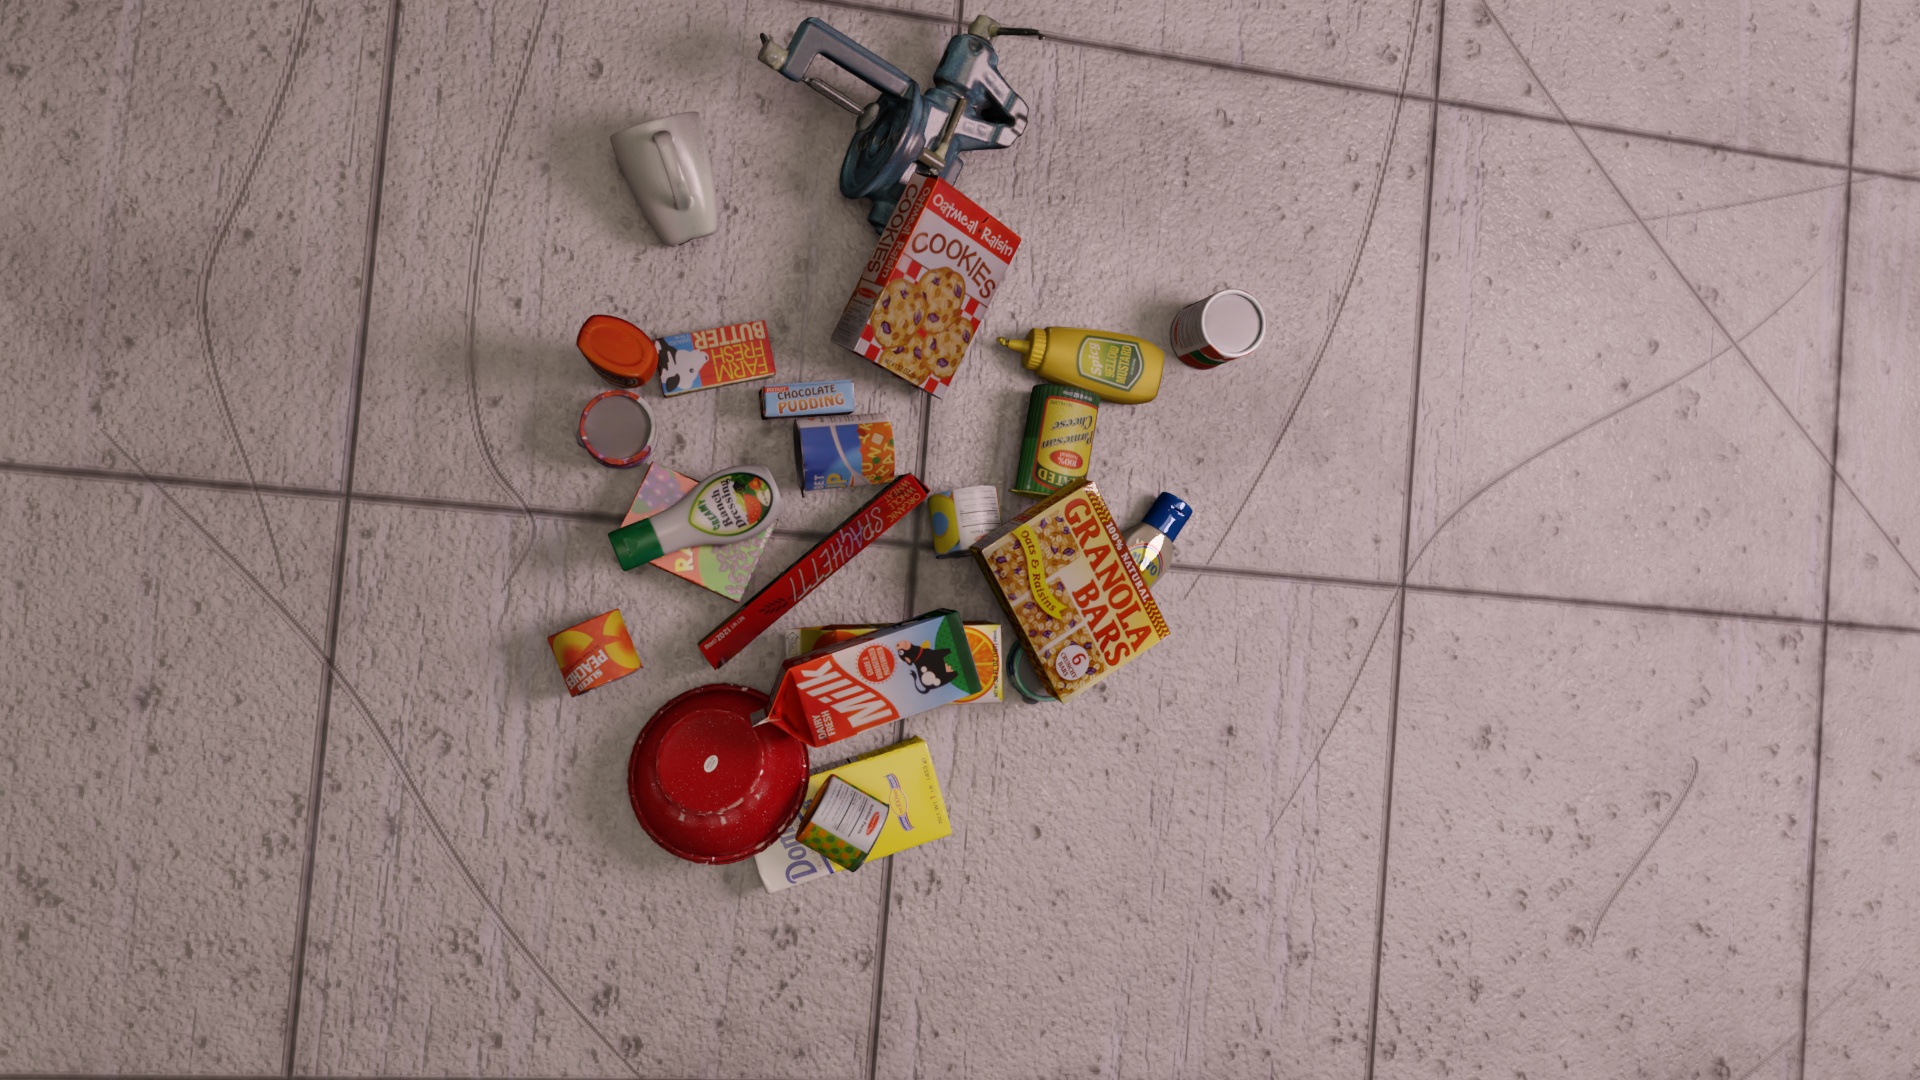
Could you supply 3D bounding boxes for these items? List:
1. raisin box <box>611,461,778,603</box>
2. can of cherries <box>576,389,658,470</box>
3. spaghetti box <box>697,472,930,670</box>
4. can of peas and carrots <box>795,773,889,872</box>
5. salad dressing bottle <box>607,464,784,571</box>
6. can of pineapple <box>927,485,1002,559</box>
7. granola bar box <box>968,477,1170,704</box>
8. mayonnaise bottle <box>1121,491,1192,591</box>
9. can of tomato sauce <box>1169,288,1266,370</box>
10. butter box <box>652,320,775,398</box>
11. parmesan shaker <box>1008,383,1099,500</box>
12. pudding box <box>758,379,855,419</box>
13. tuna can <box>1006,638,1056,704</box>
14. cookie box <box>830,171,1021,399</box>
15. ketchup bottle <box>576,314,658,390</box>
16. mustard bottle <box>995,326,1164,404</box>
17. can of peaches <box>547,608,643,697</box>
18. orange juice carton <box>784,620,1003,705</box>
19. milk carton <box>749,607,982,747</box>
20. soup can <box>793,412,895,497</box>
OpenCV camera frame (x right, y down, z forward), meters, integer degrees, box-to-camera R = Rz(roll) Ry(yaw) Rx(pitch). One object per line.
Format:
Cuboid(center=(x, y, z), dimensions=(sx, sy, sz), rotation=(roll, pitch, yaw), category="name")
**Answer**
Cuboid(center=(-0.237, -0.007, 1.242), dimensions=(0.123, 0.040, 0.086), rotation=(25, 84, -11), category="raisin box")
Cuboid(center=(-0.302, -0.096, 1.221), dimensions=(0.071, 0.058, 0.071), rotation=(0, 89, -12), category="can of cherries")
Cuboid(center=(-0.133, 0.025, 1.257), dimensions=(0.250, 0.050, 0.028), rotation=(-40, 98, -10), category="spaghetti box")
Cuboid(center=(-0.103, 0.245, 1.204), dimensions=(0.059, 0.071, 0.071), rotation=(31, 83, -7), category="can of peas and carrots")
Cuboid(center=(-0.228, -0.017, 1.201), dimensions=(0.148, 0.044, 0.064), rotation=(-23, 92, -12), category="salad dressing bottle")
Cuboid(center=(0.005, -0.016, 1.278), dimensions=(0.071, 0.071, 0.058), rotation=(-8, 84, -12), category="can of pineapple")
Cuboid(center=(0.100, 0.045, 1.255), dimensions=(0.124, 0.039, 0.165), rotation=(-32, 106, -13), category="granola bar box")
Cuboid(center=(0.167, 0.023, 1.323), dimensions=(0.065, 0.041, 0.148), rotation=(36, 83, -13), category="mayonnaise bottle")
Cuboid(center=(0.247, -0.201, 1.325), dimensions=(0.071, 0.083, 0.071), rotation=(0, 89, -11), category="can of tomato sauce")
Cuboid(center=(-0.223, -0.165, 1.257), dimensions=(0.104, 0.024, 0.053), rotation=(-13, 92, -11), category="butter box")
Cuboid(center=(0.088, -0.090, 1.297), dimensions=(0.071, 0.071, 0.103), rotation=(10, 87, -11), category="parmesan shaker")
Cuboid(center=(-0.139, -0.128, 1.260), dimensions=(0.084, 0.049, 0.030), rotation=(-5, 91, -12), category="pudding box")
Cuboid(center=(0.078, 0.121, 1.306), dimensions=(0.071, 0.033, 0.071), rotation=(0, 88, -12), category="tuna can")
Cuboid(center=(-0.028, -0.226, 1.246), dimensions=(0.123, 0.040, 0.167), rotation=(24, 93, -47), category="cookie box")
Cuboid(center=(-0.288, -0.155, 1.179), dimensions=(0.065, 0.148, 0.043), rotation=(27, 84, -9), category="ketchup bottle")
Cuboid(center=(0.111, -0.171, 1.313), dimensions=(0.160, 0.049, 0.065), rotation=(10, 85, -11), category="mustard bottle")
Cuboid(center=(-0.318, 0.098, 1.206), dimensions=(0.071, 0.071, 0.058), rotation=(-22, 92, -11), category="can of peaches")
Cuboid(center=(-0.062, 0.112, 1.257), dimensions=(0.193, 0.073, 0.071), rotation=(-1, 90, -11), category="orange juice carton")
Cuboid(center=(-0.086, 0.121, 1.178), dimensions=(0.191, 0.072, 0.073), rotation=(-18, 93, -10), category="milk carton")
Cuboid(center=(-0.106, -0.078, 1.257), dimensions=(0.084, 0.071, 0.071), rotation=(-6, 90, -12), category="soup can")
